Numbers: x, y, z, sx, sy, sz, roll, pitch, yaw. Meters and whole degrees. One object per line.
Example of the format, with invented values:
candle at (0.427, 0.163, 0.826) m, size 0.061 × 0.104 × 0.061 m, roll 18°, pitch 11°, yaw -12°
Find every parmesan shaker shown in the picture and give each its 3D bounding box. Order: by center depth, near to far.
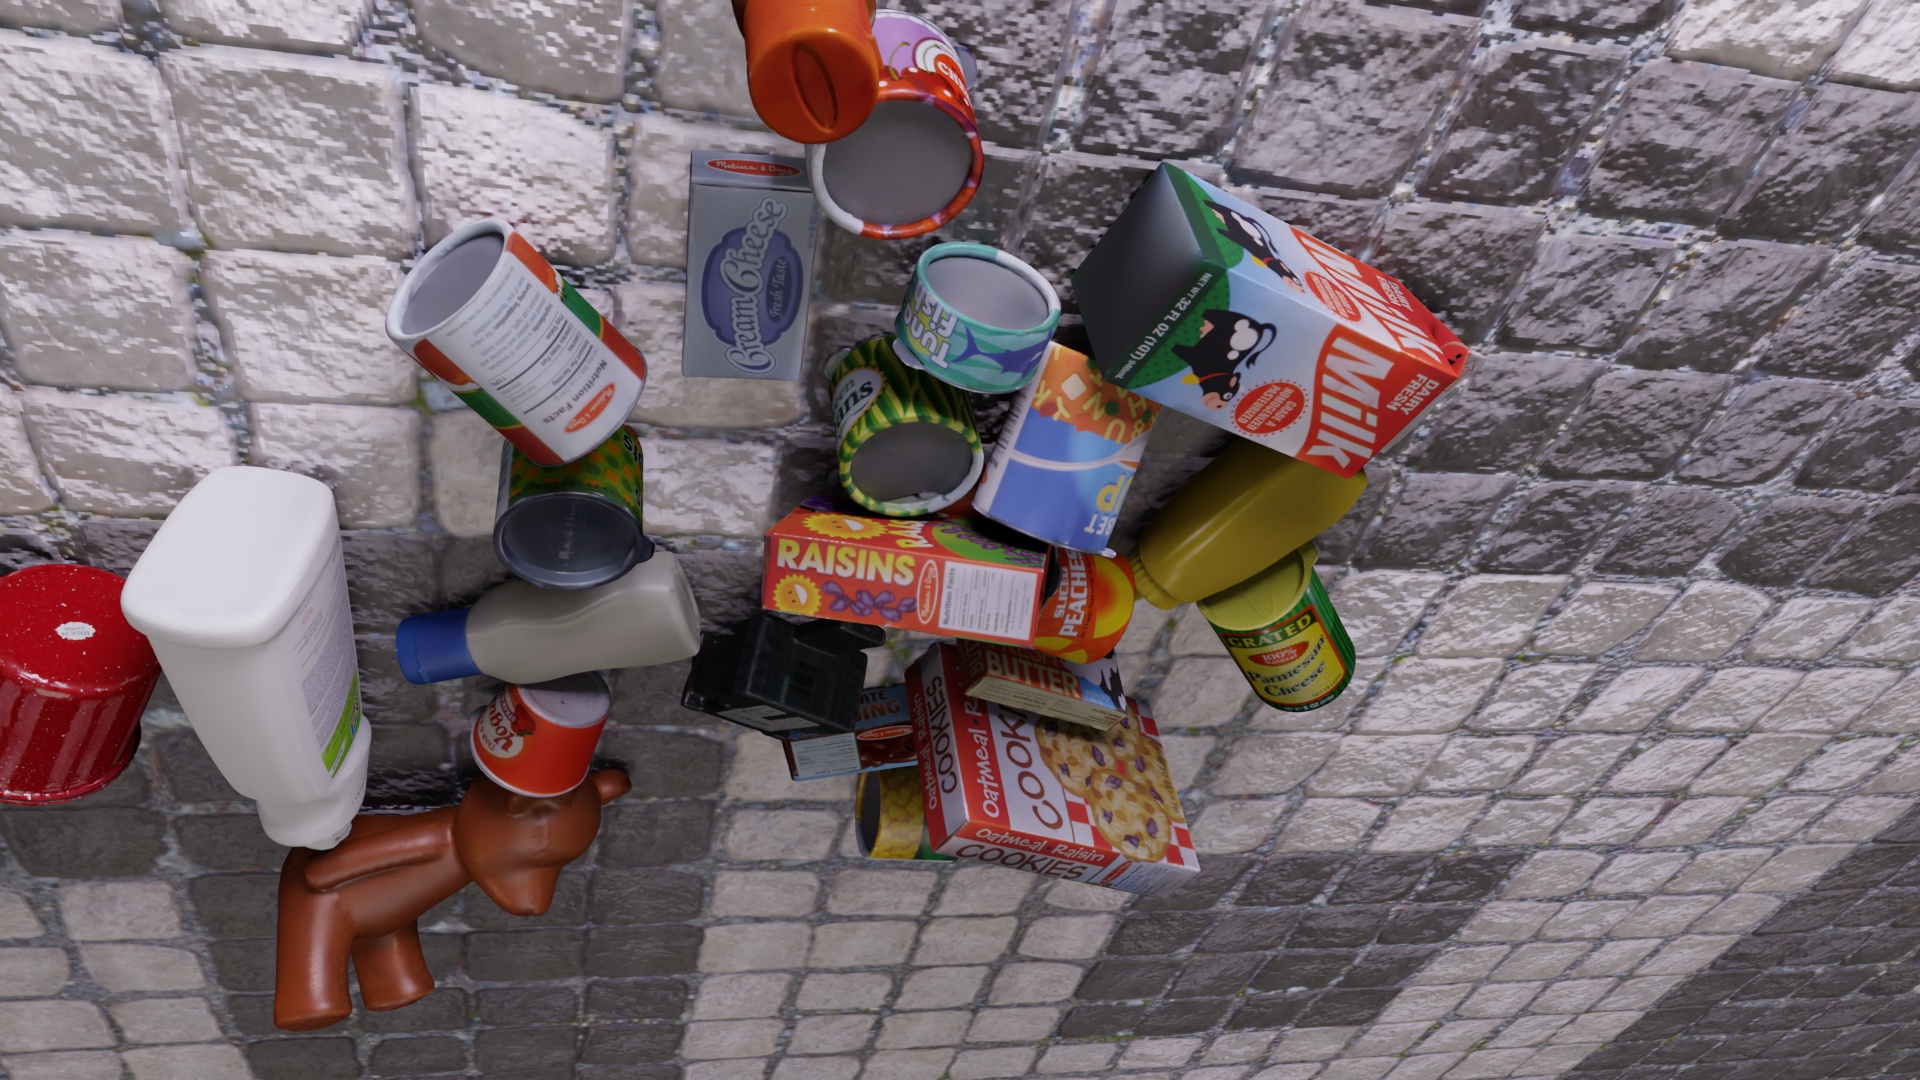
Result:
parmesan shaker at (0.184, 0.046, 0.792) m, size 0.071 × 0.071 × 0.102 m, roll -25°, pitch 137°, yaw 15°

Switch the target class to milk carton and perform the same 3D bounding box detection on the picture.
milk carton at (0.151, -0.090, 0.629) m, size 0.190 × 0.074 × 0.072 m, roll 18°, pitch 131°, yaw -29°

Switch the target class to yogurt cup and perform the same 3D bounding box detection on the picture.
yogurt cup at (-0.228, 0.099, 0.765) m, size 0.072 × 0.073 × 0.053 m, roll 18°, pitch 123°, yaw -29°

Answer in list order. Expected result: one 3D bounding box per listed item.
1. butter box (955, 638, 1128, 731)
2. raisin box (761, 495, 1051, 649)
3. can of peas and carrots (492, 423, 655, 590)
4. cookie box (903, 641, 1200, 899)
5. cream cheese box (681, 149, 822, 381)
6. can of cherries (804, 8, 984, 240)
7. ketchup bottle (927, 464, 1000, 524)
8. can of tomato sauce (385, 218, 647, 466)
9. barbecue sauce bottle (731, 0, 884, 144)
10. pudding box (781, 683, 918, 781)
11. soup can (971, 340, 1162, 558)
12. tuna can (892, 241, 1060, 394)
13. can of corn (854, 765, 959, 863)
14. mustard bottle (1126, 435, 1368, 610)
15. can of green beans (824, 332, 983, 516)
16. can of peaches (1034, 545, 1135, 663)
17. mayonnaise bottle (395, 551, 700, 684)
butter box at (0.047, 0.073, 0.803) m, size 0.103 × 0.053 × 0.024 m, roll 18°, pitch 134°, yaw -28°
raisin box at (-0.022, 0.012, 0.644) m, size 0.123 × 0.086 × 0.040 m, roll 8°, pitch 104°, yaw 5°
can of peas and carrots at (-0.178, -0.020, 0.646) m, size 0.071 × 0.059 × 0.070 m, roll -7°, pitch 139°, yaw -6°
cookie box at (0.052, 0.137, 0.822) m, size 0.167 × 0.123 × 0.040 m, roll 19°, pitch 130°, yaw -29°
cream cheese box at (-0.090, -0.113, 0.588) m, size 0.053 × 0.024 × 0.103 m, roll 1°, pitch 137°, yaw -13°
can of cherries at (-0.025, -0.158, 0.526) m, size 0.071 × 0.059 × 0.071 m, roll -6°, pitch 138°, yaw -5°
ketchup bottle at (0.003, -0.009, 0.708) m, size 0.149 × 0.044 × 0.064 m, roll -22°, pitch 127°, yaw 11°
can of tomato sauce at (-0.183, -0.081, 0.573) m, size 0.071 × 0.071 × 0.083 m, roll -26°, pitch 136°, yaw 16°
barbecue sauce bottle at (-0.050, -0.178, 0.430) m, size 0.044 × 0.149 × 0.064 m, roll -15°, pitch 138°, yaw 4°
pudding box at (-0.065, 0.118, 0.845) m, size 0.084 × 0.030 × 0.049 m, roll -8°, pitch 137°, yaw -3°
soup can at (0.053, -0.043, 0.640) m, size 0.071 × 0.071 × 0.083 m, roll 16°, pitch 101°, yaw -27°
tuna can at (0.006, -0.096, 0.594) m, size 0.071 × 0.071 × 0.032 m, roll 7°, pitch 134°, yaw -19°
can of corn at (-0.031, 0.169, 0.884) m, size 0.058 × 0.071 × 0.070 m, roll 6°, pitch 136°, yaw -18°
mustard bottle at (0.136, -0.005, 0.738) m, size 0.065 × 0.049 × 0.159 m, roll 28°, pitch 126°, yaw -35°
can of green beans at (-0.026, -0.053, 0.643) m, size 0.071 × 0.058 × 0.071 m, roll -6°, pitch 138°, yaw -5°
can of peaches at (0.053, 0.028, 0.741) m, size 0.058 × 0.071 × 0.071 m, roll 21°, pitch 129°, yaw -32°
mayonnaise bottle at (-0.215, 0.045, 0.725) m, size 0.148 × 0.041 × 0.064 m, roll -9°, pitch 137°, yaw 0°
